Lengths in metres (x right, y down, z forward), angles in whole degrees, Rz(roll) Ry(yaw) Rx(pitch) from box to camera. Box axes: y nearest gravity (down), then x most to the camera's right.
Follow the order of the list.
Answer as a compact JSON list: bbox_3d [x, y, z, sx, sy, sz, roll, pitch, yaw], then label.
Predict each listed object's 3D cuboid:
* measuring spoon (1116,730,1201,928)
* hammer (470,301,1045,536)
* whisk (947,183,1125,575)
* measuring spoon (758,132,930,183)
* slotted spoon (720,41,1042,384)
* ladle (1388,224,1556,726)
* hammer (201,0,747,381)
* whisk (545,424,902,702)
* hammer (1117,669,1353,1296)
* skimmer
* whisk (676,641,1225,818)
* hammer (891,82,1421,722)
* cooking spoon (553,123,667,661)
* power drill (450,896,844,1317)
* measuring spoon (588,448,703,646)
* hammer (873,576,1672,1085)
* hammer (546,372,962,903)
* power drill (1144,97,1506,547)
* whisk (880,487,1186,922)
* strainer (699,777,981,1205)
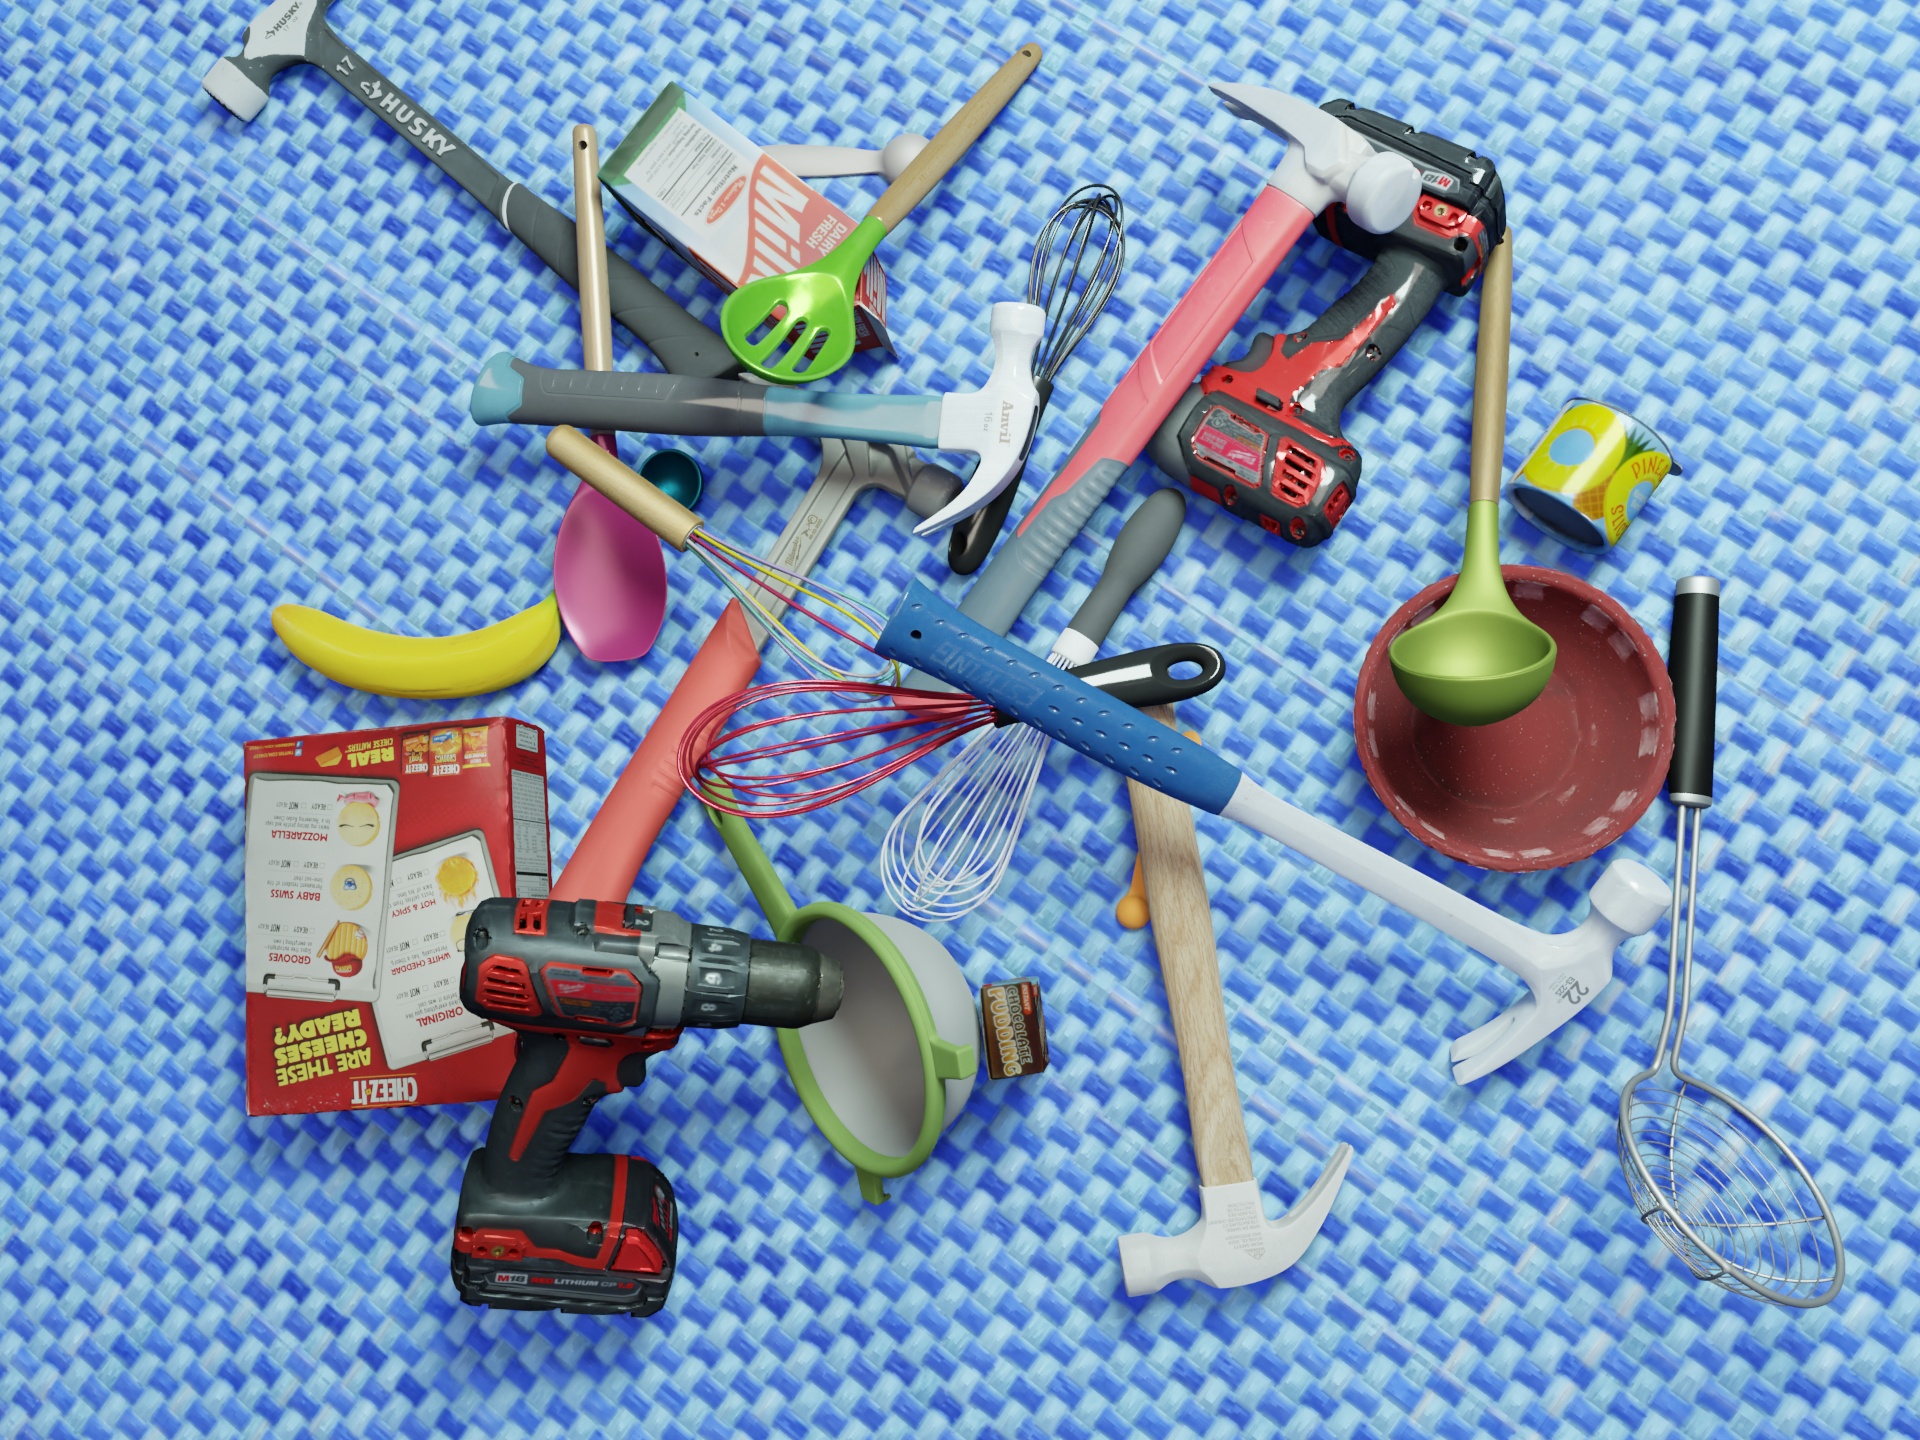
[{"bbox_3d":[0.112,0.061,0.889,0.021,0.011,0.117,18,86,10],"label":"measuring spoon"},{"bbox_3d":[-0.120,-0.176,0.895,0.331,0.033,0.128,6,94,12],"label":"hammer"},{"bbox_3d":[0.040,-0.196,0.920,0.055,0.055,0.239,21,90,11],"label":"whisk"},{"bbox_3d":[-0.076,-0.344,0.969,0.124,0.018,0.034,4,83,10],"label":"measuring spoon"},{"bbox_3d":[-0.033,-0.290,0.891,0.070,0.031,0.314,33,63,2],"label":"slotted spoon"},{"bbox_3d":[0.274,-0.141,0.831,0.078,0.062,0.320,1,64,22],"label":"ladle"},{"bbox_3d":[-0.288,-0.335,0.993,0.409,0.036,0.149,40,89,11],"label":"hammer"},{"bbox_3d":[-0.129,-0.092,0.875,0.245,0.047,0.051,36,82,8],"label":"whisk"},{"bbox_3d":[0.126,0.133,0.859,0.130,0.031,0.331,-9,82,2],"label":"hammer"},{"bbox_3d":[0.392,0.099,0.803,0.127,0.090,0.363,11,79,-26],"label":"skimmer"},{"bbox_3d":[-0.001,-0.003,0.836,0.296,0.073,0.073,-11,81,-9],"label":"whisk"},{"bbox_3d":[0.077,-0.164,0.873,0.386,0.038,0.143,-53,51,13],"label":"hammer"},{"bbox_3d":[-0.213,-0.194,0.943,0.069,0.017,0.319,-4,89,6],"label":"cooking spoon"},{"bbox_3d":[-0.169,0.197,0.827,0.188,0.080,0.226,8,113,-13],"label":"power drill"},{"bbox_3d":[-0.190,-0.102,0.958,0.042,0.021,0.128,28,96,13],"label":"measuring spoon"},{"bbox_3d":[0.142,0.047,0.801,0.405,0.035,0.144,28,115,-4],"label":"hammer"},{"bbox_3d":[-0.149,-0.025,0.905,0.149,0.036,0.359,28,79,11],"label":"hammer"},{"bbox_3d":[0.191,-0.218,0.880,0.143,0.078,0.219,32,92,22],"label":"power drill"},{"bbox_3d":[0.046,-0.013,0.889,0.070,0.070,0.284,31,83,11],"label":"whisk"},{"bbox_3d":[-0.063,0.125,0.883,0.069,0.151,0.257,-13,55,-36],"label":"strainer"}]
